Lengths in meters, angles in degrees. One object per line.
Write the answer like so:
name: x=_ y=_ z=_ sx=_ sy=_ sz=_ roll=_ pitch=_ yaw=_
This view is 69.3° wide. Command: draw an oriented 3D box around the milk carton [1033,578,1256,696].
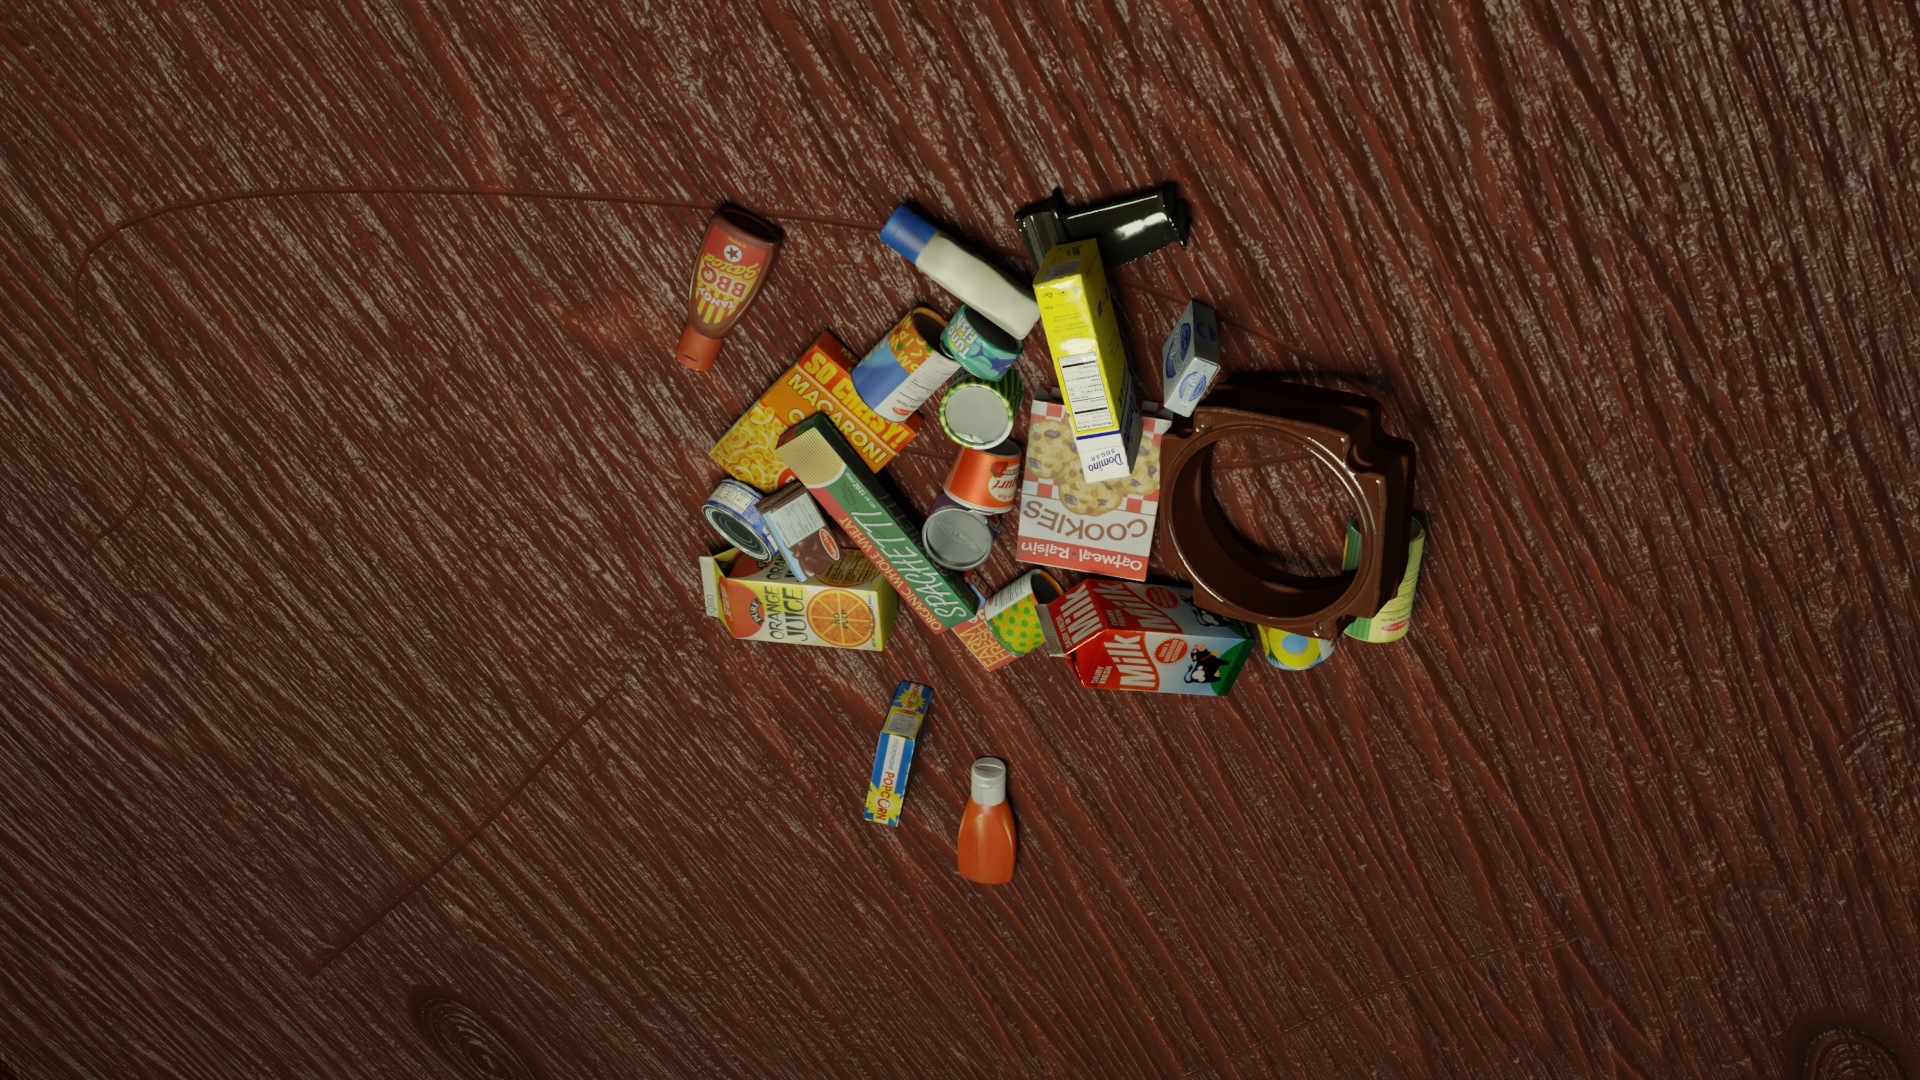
milk carton: x=0.162 y=0.088 z=1.268 sx=0.191 sy=0.073 sz=0.073 roll=6 pitch=126 yaw=-18

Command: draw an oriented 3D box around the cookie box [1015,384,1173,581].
cookie box: x=0.119 y=-0.050 z=1.254 sx=0.123 sy=0.040 sz=0.166 roll=9 pitch=121 yaw=8

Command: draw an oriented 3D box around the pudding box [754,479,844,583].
pudding box: x=-0.149 y=-0.008 z=1.288 sx=0.050 sy=0.030 sz=0.083 roll=-33 pitch=118 yaw=-11

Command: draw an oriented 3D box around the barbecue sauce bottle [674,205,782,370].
barbecue sauce bottle: x=-0.212 y=-0.218 z=1.227 sx=0.065 sy=0.044 sz=0.147 roll=27 pitch=123 yaw=-6

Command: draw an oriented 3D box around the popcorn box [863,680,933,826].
popcorn box: x=-0.064 y=0.220 z=1.435 sx=0.038 sy=0.085 sz=0.126 roll=15 pitch=123 yaw=3

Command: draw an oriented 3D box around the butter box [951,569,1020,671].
butter box: x=0.019 y=0.078 z=1.365 sx=0.053 sy=0.024 sz=0.103 roll=-31 pitch=109 yaw=28

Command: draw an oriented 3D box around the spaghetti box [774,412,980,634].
spaghetti box: x=-0.073 y=-0.011 z=1.287 sx=0.050 sy=0.029 sz=0.249 roll=-27 pitch=116 yaw=27

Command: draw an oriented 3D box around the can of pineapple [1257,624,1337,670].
can of pineapple: x=0.304 y=0.077 z=1.272 sx=0.071 sy=0.071 sz=0.057 roll=-11 pitch=117 yaw=19

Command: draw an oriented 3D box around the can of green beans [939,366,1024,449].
can of green beans: x=0.019 y=-0.121 z=1.223 sx=0.071 sy=0.058 sz=0.071 roll=6 pitch=122 yaw=10

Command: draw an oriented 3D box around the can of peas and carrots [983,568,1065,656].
can of peas and carrots: x=0.067 y=0.070 z=1.324 sx=0.058 sy=0.071 sz=0.071 roll=-35 pitch=108 yaw=28

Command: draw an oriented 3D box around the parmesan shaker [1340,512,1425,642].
parmesan shaker: x=0.372 y=0.029 z=1.229 sx=0.071 sy=0.072 sz=0.102 roll=5 pitch=121 yaw=10

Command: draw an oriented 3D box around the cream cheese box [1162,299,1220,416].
cream cheese box: x=0.188 y=-0.150 z=1.139 sx=0.024 sy=0.104 sz=0.053 roll=22 pitch=125 yaw=-9

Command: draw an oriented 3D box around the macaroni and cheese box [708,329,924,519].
macaroni and cheese box: x=-0.134 y=-0.097 z=1.285 sx=0.123 sy=0.040 sz=0.166 roll=42 pitch=121 yaw=-14

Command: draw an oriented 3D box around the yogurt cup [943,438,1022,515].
yogurt cup: x=0.023 y=-0.064 z=1.255 sx=0.072 sy=0.073 sz=0.053 roll=17 pitch=115 yaw=3

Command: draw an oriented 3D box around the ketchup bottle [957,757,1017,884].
ketchup bottle: x=0.029 y=0.301 z=1.487 sx=0.065 sy=0.044 sz=0.148 roll=6 pitch=122 yaw=9

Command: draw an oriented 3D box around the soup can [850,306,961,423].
soup can: x=-0.046 y=-0.156 z=1.215 sx=0.071 sy=0.072 sz=0.083 roll=41 pitch=120 yaw=-13

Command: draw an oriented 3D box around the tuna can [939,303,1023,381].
tuna can: x=0.017 y=-0.171 z=1.187 sx=0.071 sy=0.071 sz=0.032 roll=34 pitch=121 yaw=-9

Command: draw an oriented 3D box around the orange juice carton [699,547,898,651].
orange juice carton: x=-0.163 y=0.052 z=1.363 sx=0.193 sy=0.073 sz=0.071 roll=4 pitch=122 yaw=11

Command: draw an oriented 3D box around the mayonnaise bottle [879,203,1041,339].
mayonnaise bottle: x=0.002 y=-0.225 z=1.163 sx=0.148 sy=0.065 sz=0.041 roll=35 pitch=101 yaw=-4

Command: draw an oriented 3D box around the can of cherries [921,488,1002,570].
can of cherries: x=0.005 y=-0.016 z=1.291 sx=0.071 sy=0.059 sz=0.071 roll=6 pitch=121 yaw=11
